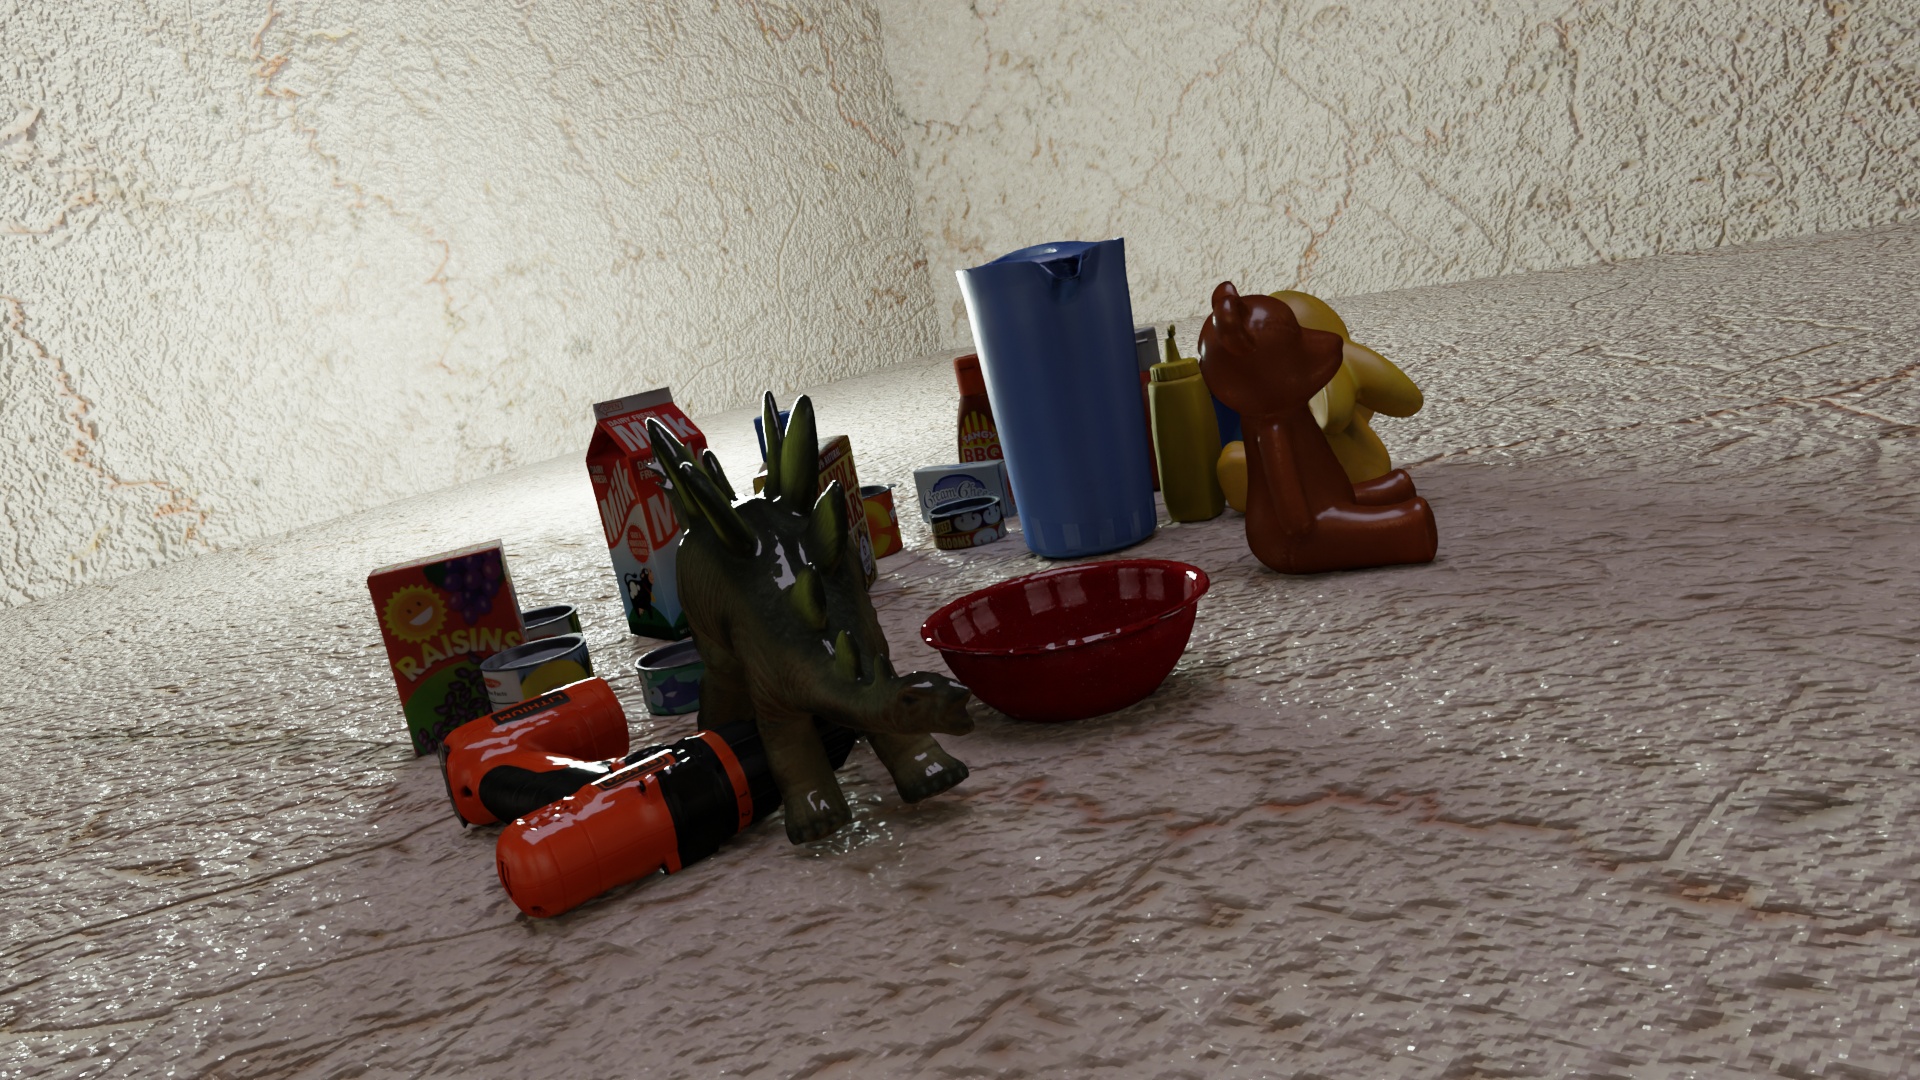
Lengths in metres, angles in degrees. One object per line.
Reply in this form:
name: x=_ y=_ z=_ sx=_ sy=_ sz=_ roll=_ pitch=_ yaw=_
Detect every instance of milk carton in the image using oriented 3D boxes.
milk carton: x=-0.238 y=-0.023 z=1.101 sx=0.072 sy=0.190 sz=0.073 roll=-21 pitch=15 yaw=-40

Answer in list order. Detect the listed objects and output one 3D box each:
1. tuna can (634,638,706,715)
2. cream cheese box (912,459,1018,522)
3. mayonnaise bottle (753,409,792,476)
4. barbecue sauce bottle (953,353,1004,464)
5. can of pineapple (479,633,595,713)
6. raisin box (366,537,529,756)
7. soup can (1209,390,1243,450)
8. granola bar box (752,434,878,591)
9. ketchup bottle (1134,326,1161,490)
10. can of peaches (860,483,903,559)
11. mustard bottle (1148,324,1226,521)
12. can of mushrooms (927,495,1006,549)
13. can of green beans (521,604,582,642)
tuna can: x=-0.174 y=0.087 z=0.908 sx=0.071 sy=0.032 sz=0.071 roll=-11 pitch=12 yaw=2
cream cheese box: x=0.005 y=-0.047 z=1.327 sx=0.103 sy=0.053 sz=0.024 roll=-3 pitch=14 yaw=36
mayonnaise bottle: x=-0.141 y=-0.035 z=1.174 sx=0.065 sy=0.147 sz=0.041 roll=-21 pitch=15 yaw=-42
barbecue sauce bottle: x=0.024 y=-0.111 z=1.379 sx=0.065 sy=0.148 sz=0.044 roll=-7 pitch=12 yaw=23
can of pineapple: x=-0.262 y=0.097 z=0.882 sx=0.071 sy=0.057 sz=0.071 roll=-11 pitch=11 yaw=2
raisin box: x=-0.330 y=0.069 z=0.917 sx=0.086 sy=0.123 sz=0.040 roll=-14 pitch=11 yaw=-14
soup can: x=0.249 y=-0.099 z=1.272 sx=0.071 sy=0.083 sz=0.071 roll=-11 pitch=11 yaw=2
granola bar box: x=-0.108 y=-0.007 z=1.068 sx=0.039 sy=0.124 sz=0.166 roll=-9 pitch=12 yaw=10
ketchup bottle: x=0.175 y=-0.122 z=1.289 sx=0.065 sy=0.148 sz=0.043 roll=-12 pitch=11 yaw=-5
can of peaches: x=-0.087 y=-0.015 z=1.253 sx=0.071 sy=0.058 sz=0.071 roll=-11 pitch=11 yaw=2
mustard bottle: x=0.183 y=-0.098 z=1.137 sx=0.049 sy=0.160 sz=0.065 roll=-6 pitch=12 yaw=26
can of mushrooms: x=0.004 y=-0.015 z=1.227 sx=0.071 sy=0.033 sz=0.071 roll=-11 pitch=12 yaw=2
can of green beans: x=-0.298 y=0.083 z=0.986 sx=0.071 sy=0.057 sz=0.071 roll=-11 pitch=11 yaw=2
